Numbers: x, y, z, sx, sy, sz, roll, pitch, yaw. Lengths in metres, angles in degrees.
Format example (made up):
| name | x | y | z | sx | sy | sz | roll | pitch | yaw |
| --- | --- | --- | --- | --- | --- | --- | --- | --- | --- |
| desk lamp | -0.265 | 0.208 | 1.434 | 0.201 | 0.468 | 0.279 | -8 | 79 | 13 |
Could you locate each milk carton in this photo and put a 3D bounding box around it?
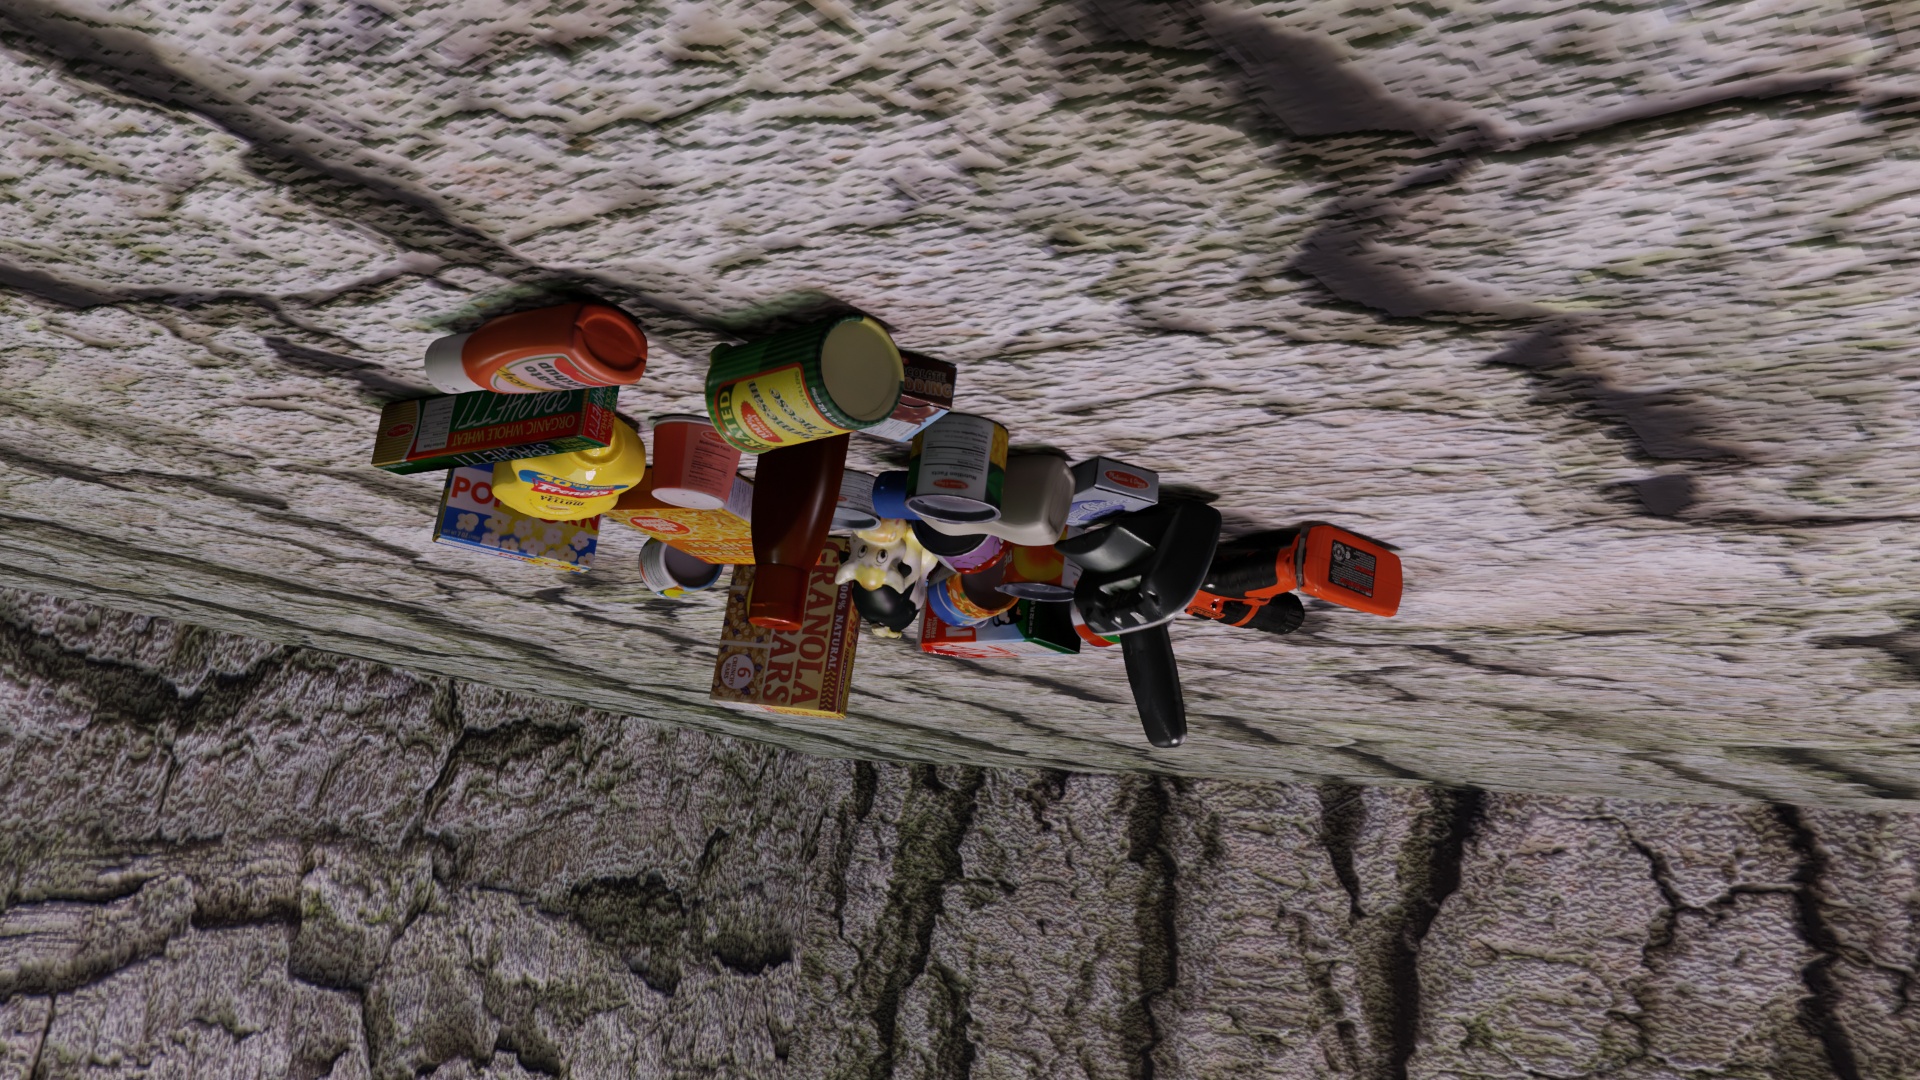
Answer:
| name | x | y | z | sx | sy | sz | roll | pitch | yaw |
| --- | --- | --- | --- | --- | --- | --- | --- | --- | --- |
| milk carton | 0.027 | 0.075 | 1.390 | 0.190 | 0.072 | 0.073 | -7 | 160 | 42 |

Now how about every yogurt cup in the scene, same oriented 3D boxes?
| name | x | y | z | sx | sy | sz | roll | pitch | yaw |
| --- | --- | --- | --- | --- | --- | --- | --- | --- | --- |
| yogurt cup | -0.195 | -0.055 | 1.017 | 0.072 | 0.054 | 0.072 | 6 | 166 | 2 |

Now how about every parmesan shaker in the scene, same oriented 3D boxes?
| name | x | y | z | sx | sy | sz | roll | pitch | yaw |
| --- | --- | --- | --- | --- | --- | --- | --- | --- | --- |
| parmesan shaker | -0.092 | -0.092 | 0.801 | 0.103 | 0.071 | 0.071 | -8 | 159 | 45 |

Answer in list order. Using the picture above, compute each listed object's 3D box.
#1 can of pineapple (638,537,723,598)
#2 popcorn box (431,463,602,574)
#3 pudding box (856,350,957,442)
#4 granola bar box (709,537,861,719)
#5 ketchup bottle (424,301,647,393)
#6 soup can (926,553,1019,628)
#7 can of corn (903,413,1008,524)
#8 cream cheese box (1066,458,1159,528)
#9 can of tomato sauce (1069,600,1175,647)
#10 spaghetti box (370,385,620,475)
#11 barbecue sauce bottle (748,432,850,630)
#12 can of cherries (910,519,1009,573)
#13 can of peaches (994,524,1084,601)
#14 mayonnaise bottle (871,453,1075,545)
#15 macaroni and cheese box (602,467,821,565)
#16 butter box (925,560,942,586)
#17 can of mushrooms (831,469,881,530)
| name | x | y | z | sx | sy | sz | roll | pitch | yaw |
| --- | --- | --- | --- | --- | --- | --- | --- | --- | --- |
| can of pineapple | -0.265 | 0.019 | 1.328 | 0.071 | 0.071 | 0.057 | 16 | 163 | -30 |
| popcorn box | -0.361 | -0.028 | 1.146 | 0.127 | 0.085 | 0.038 | 15 | 163 | -27 |
| pudding box | -0.040 | -0.088 | 0.858 | 0.050 | 0.030 | 0.083 | 14 | 165 | -20 |
| granola bar box | -0.157 | 0.077 | 1.296 | 0.124 | 0.166 | 0.039 | 4 | 164 | 14 |
| ketchup bottle | -0.263 | -0.113 | 0.843 | 0.148 | 0.043 | 0.064 | -1 | 164 | 32 |
| soup can | 0.015 | 0.043 | 1.271 | 0.071 | 0.071 | 0.083 | 12 | 165 | -17 |
| can of corn | -0.002 | -0.047 | 0.943 | 0.071 | 0.058 | 0.071 | 7 | 166 | 2 |
| cream cheese box | 0.096 | -0.033 | 1.021 | 0.053 | 0.024 | 0.103 | 14 | 164 | -23 |
| can of tomato sauce | 0.152 | 0.062 | 1.285 | 0.071 | 0.071 | 0.083 | 14 | 164 | -24 |
| spaghetti box | -0.336 | -0.082 | 0.990 | 0.250 | 0.050 | 0.028 | -3 | 164 | 36 |
| barbecue sauce bottle | -0.114 | -0.015 | 0.941 | 0.065 | 0.149 | 0.043 | -4 | 161 | 35 |
| can of cherries | 0.004 | -0.013 | 1.064 | 0.071 | 0.071 | 0.058 | 3 | 165 | 16 |
| can of peaches | 0.067 | 0.016 | 1.162 | 0.071 | 0.058 | 0.071 | 7 | 166 | 2 |
| mayonnaise bottle | 0.007 | -0.031 | 1.001 | 0.148 | 0.065 | 0.041 | 3 | 152 | 31 |
| macaroni and cheese box | -0.211 | -0.020 | 1.197 | 0.123 | 0.040 | 0.166 | 0 | 164 | 25 |
| butter box | -0.060 | 0.029 | 1.347 | 0.053 | 0.024 | 0.103 | 19 | 162 | -37 |
| can of mushrooms | -0.094 | -0.032 | 1.103 | 0.071 | 0.033 | 0.071 | 6 | 166 | 2 |
